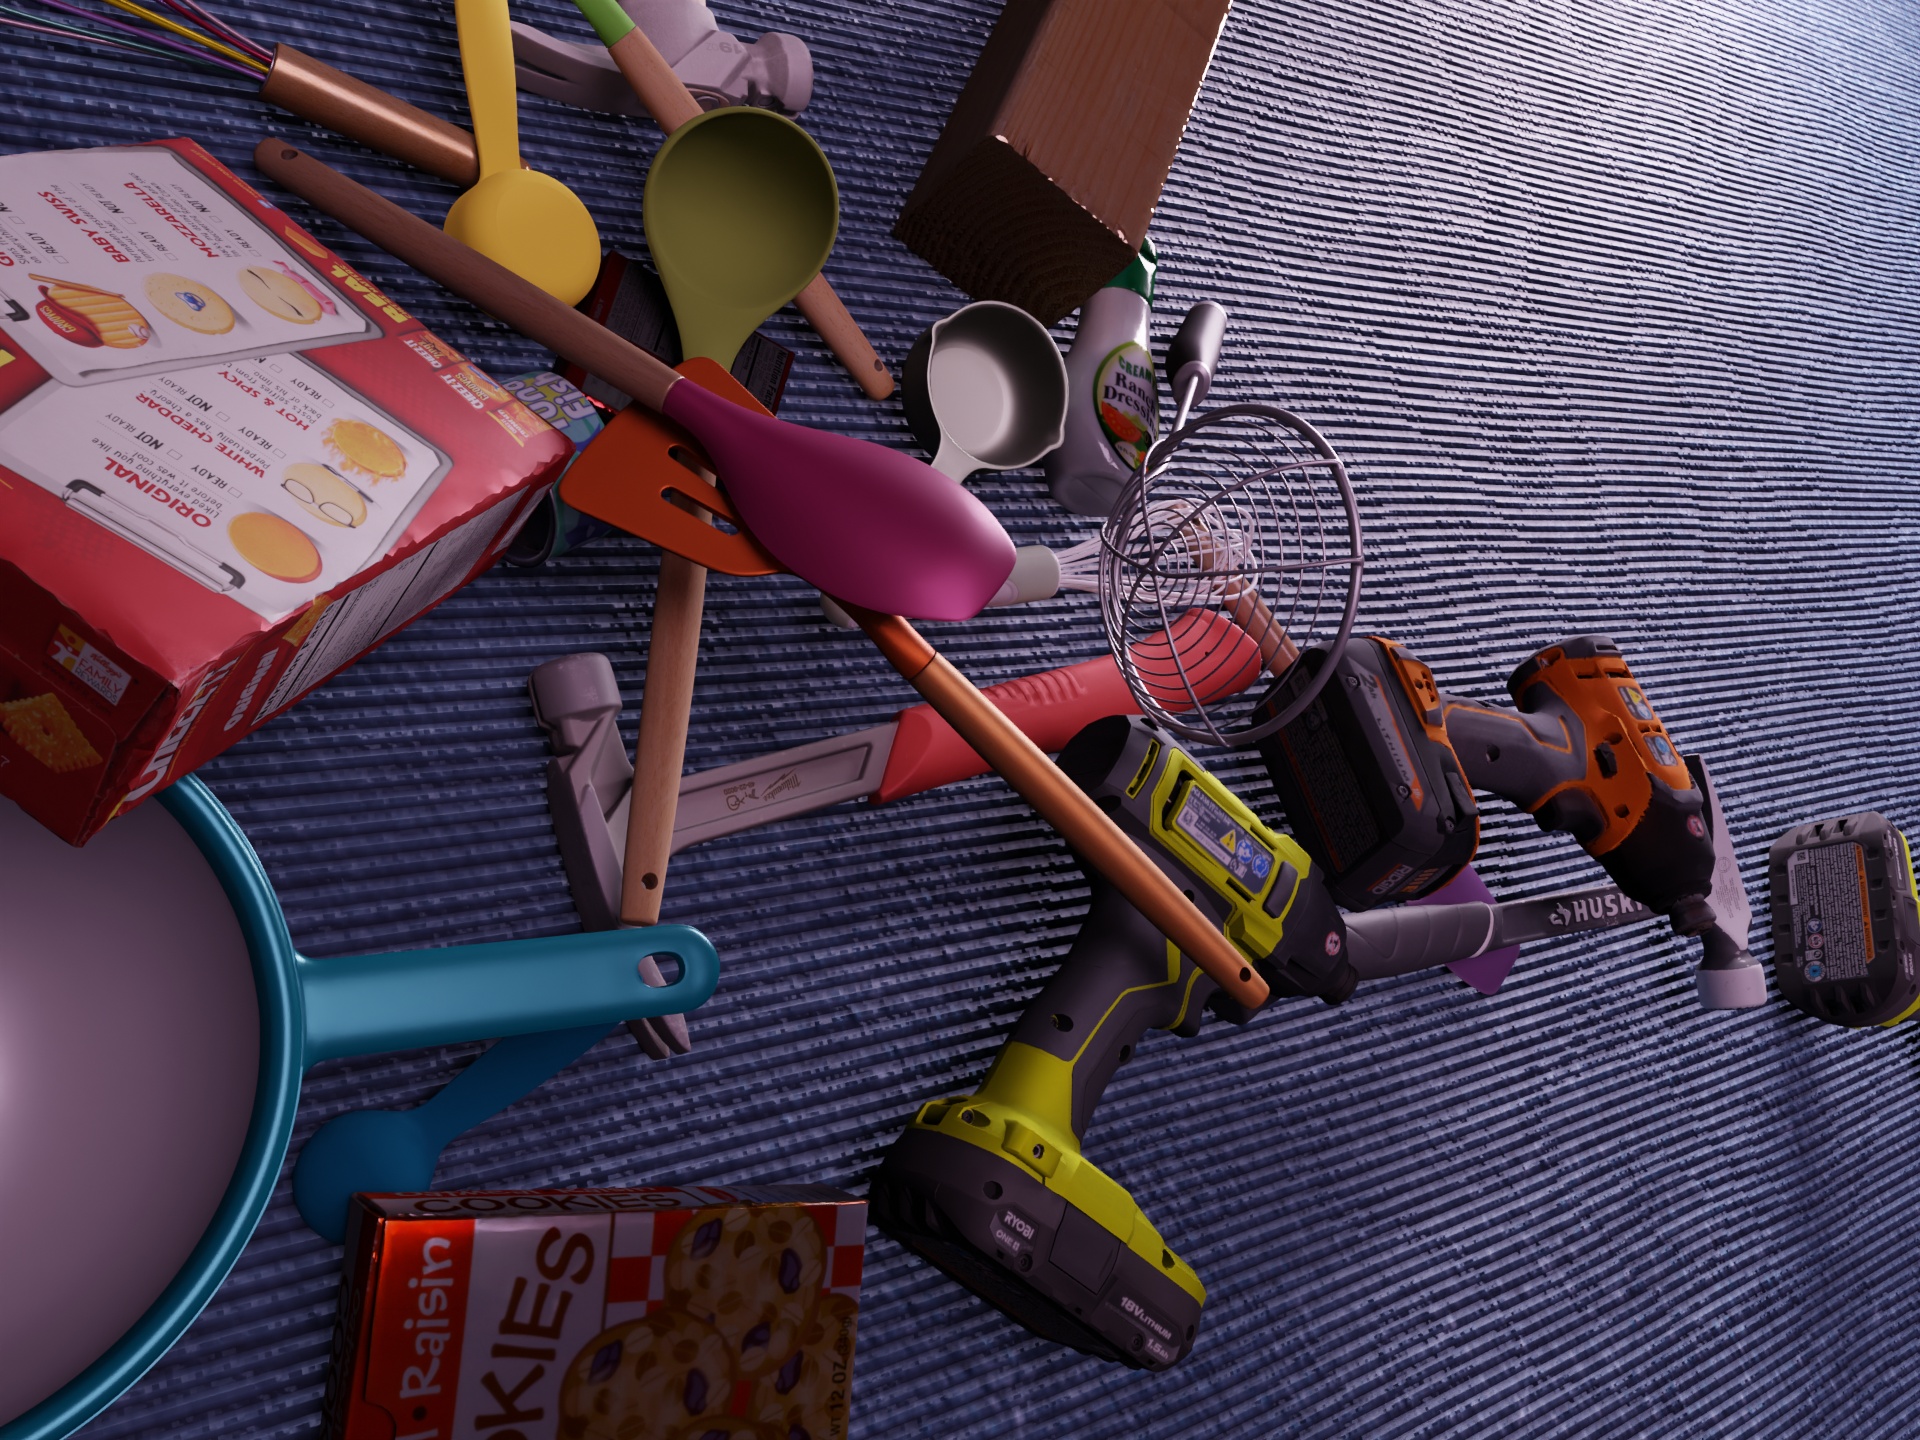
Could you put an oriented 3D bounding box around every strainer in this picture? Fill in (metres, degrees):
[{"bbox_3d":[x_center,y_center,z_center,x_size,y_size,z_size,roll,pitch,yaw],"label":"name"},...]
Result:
[{"bbox_3d":[-0.237,0.090,0.443,0.340,0.095,0.211,-1,76,-37],"label":"strainer"}]

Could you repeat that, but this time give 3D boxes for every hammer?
[{"bbox_3d":[0.002,0.016,0.675,0.359,0.037,0.149,-15,83,-37],"label":"hammer"},{"bbox_3d":[-0.180,-0.460,0.710,0.146,0.038,0.411,-8,79,-36],"label":"hammer"},{"bbox_3d":[0.282,0.102,0.830,0.408,0.036,0.149,-3,83,-32],"label":"hammer"}]

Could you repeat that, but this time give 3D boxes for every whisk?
[{"bbox_3d":[0.044,-0.067,0.718,0.246,0.057,0.059,-11,59,-35],"label":"whisk"},{"bbox_3d":[-0.271,-0.245,0.571,0.244,0.047,0.051,17,77,-35],"label":"whisk"}]

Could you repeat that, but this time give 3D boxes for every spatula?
[{"bbox_3d":[0.199,0.015,0.828,0.060,0.018,0.316,-43,102,-34],"label":"spatula"},{"bbox_3d":[-0.001,-0.002,0.583,0.322,0.041,0.081,45,64,-13],"label":"spatula"}]

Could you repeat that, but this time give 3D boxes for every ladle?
[{"bbox_3d":[-0.095,-0.084,0.588,0.078,0.062,0.320,14,68,-27],"label":"ladle"}]

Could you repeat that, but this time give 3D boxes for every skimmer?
[{"bbox_3d":[0.122,-0.117,0.705,0.090,0.127,0.363,28,31,-3],"label":"skimmer"}]

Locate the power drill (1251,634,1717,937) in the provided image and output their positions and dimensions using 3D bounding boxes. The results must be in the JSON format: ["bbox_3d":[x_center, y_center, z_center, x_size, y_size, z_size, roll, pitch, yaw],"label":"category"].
[{"bbox_3d":[0.271,0.036,0.781,0.226,0.084,0.164,0,57,-28],"label":"power drill"}]

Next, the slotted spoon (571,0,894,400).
[{"bbox_3d":[-0.123,-0.255,0.649,0.313,0.031,0.070,51,49,-27],"label":"slotted spoon"}]

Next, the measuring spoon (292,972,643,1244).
[{"bbox_3d":[-0.155,0.121,0.518,0.128,0.021,0.042,-36,97,-24],"label":"measuring spoon"}]

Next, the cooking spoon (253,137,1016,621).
[{"bbox_3d":[-0.122,-0.126,0.559,0.319,0.017,0.069,31,58,9],"label":"cooking spoon"}]

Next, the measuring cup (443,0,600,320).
[{"bbox_3d":[-0.172,-0.230,0.607,0.062,0.029,0.156,-7,90,-41],"label":"measuring cup"}]

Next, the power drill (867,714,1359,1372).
[{"bbox_3d":[0.074,0.132,0.643,0.171,0.080,0.223,41,62,-21],"label":"power drill"}]

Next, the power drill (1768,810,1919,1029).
[{"bbox_3d":[0.637,0.144,1.061,0.228,0.080,0.191,23,62,-31],"label":"power drill"}]

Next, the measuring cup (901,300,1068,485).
[{"bbox_3d":[-0.013,-0.113,0.716,0.083,0.038,0.168,38,73,-26],"label":"measuring cup"}]
